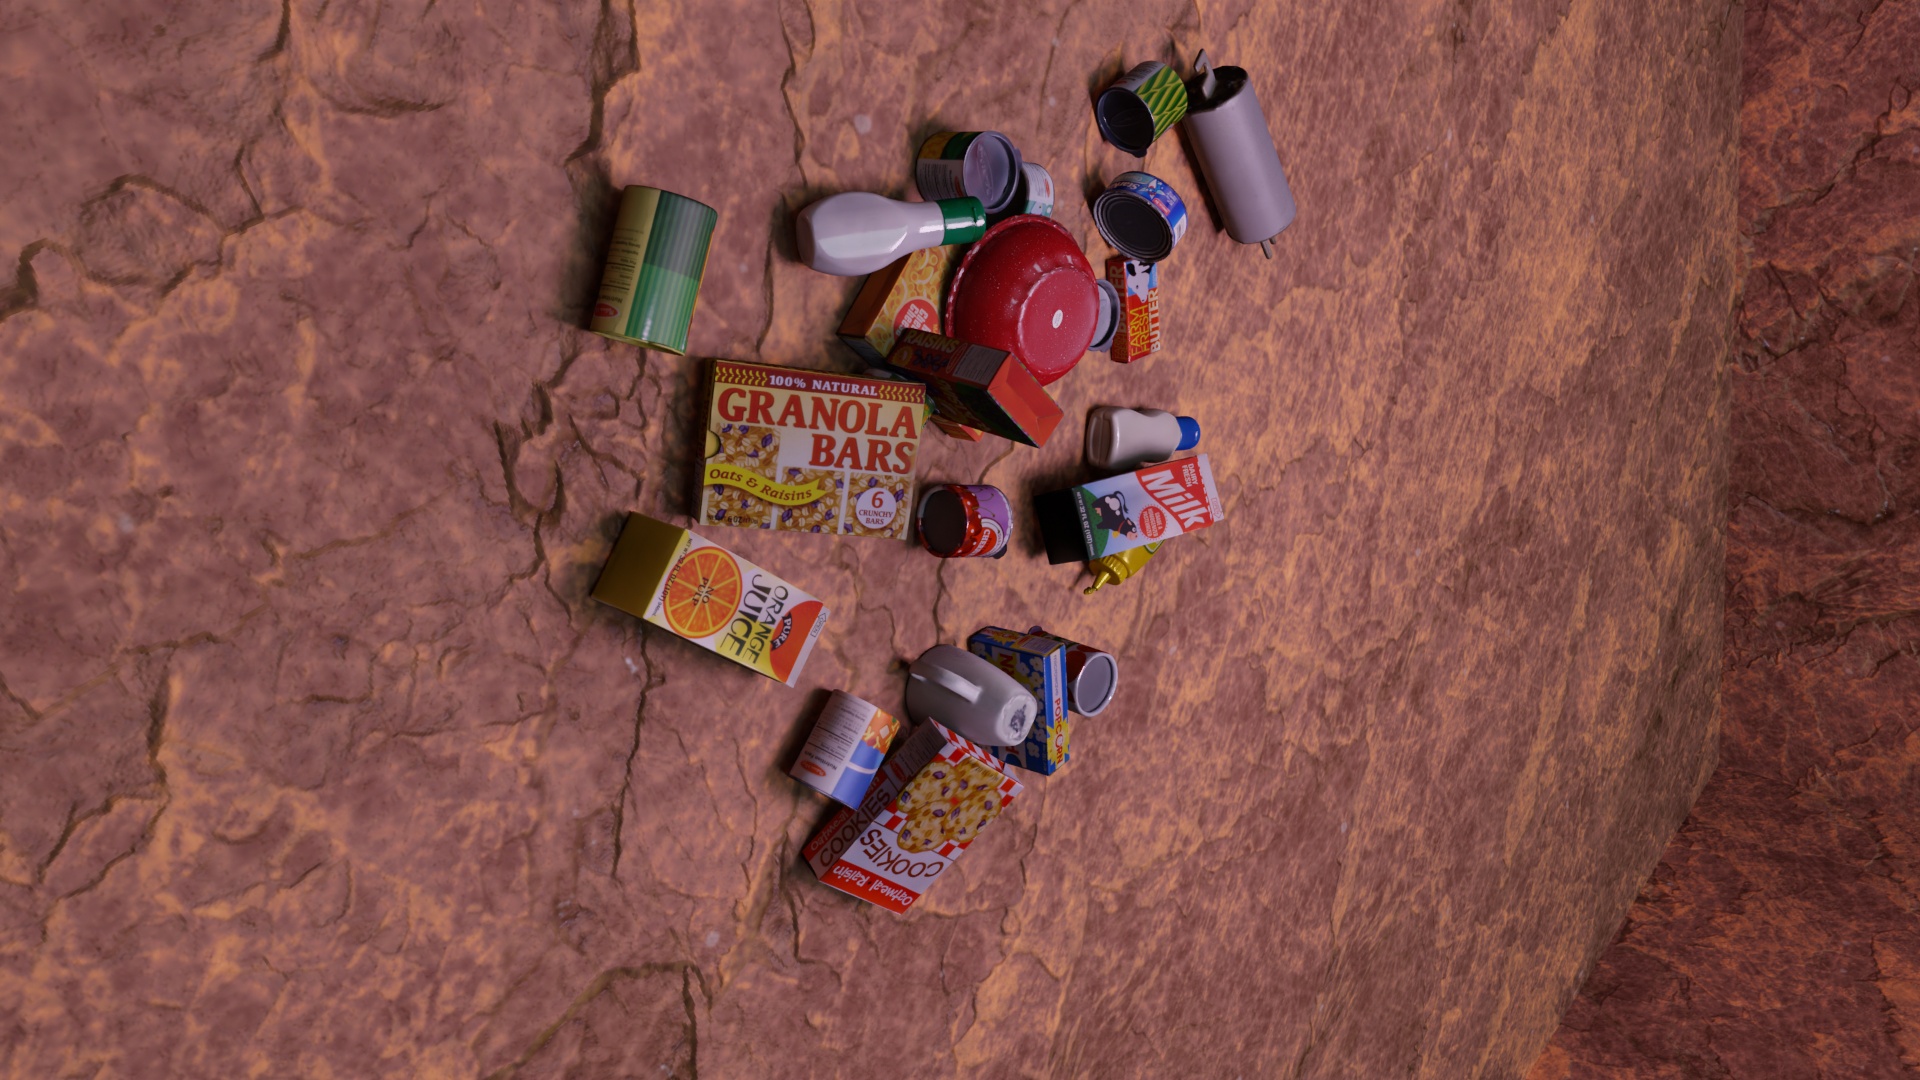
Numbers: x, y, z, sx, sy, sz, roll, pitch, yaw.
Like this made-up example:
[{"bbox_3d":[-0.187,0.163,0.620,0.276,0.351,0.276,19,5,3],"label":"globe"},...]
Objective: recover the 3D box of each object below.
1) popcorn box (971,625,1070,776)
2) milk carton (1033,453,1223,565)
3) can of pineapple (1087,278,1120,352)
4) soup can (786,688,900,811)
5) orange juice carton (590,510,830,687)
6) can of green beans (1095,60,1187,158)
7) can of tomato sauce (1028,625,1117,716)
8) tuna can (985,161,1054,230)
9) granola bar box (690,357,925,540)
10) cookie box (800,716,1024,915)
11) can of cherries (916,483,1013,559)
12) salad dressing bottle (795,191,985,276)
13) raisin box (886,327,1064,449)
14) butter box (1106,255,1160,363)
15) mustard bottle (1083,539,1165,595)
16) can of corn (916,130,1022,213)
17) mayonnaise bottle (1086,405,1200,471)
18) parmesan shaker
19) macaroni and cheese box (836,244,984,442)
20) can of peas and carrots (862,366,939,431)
[{"bbox_3d":[0.057,0.151,1.317,0.038,0.085,0.126,-27,120,-48],"label":"popcorn box"},{"bbox_3d":[0.175,-0.033,1.355,0.191,0.073,0.072,-15,92,-28],"label":"milk carton"},{"bbox_3d":[0.105,-0.209,1.288,0.071,0.058,0.070,-16,112,-42],"label":"can of pineapple"},{"bbox_3d":[-0.098,0.179,1.181,0.071,0.071,0.084,41,71,-44],"label":"soup can"},{"bbox_3d":[-0.176,0.052,1.058,0.192,0.073,0.072,33,77,-46],"label":"orange juice carton"},{"bbox_3d":[0.169,-0.404,1.293,0.058,0.071,0.071,-44,129,-29],"label":"can of green beans"},{"bbox_3d":[0.103,0.128,1.362,0.071,0.083,0.071,-16,113,-43],"label":"can of tomato sauce"},{"bbox_3d":[0.045,-0.293,1.198,0.033,0.071,0.071,-1,102,-45],"label":"tuna can"},{"bbox_3d":[-0.116,-0.069,1.062,0.166,0.039,0.124,4,99,-20],"label":"granola bar box"},{"bbox_3d":[-0.042,0.247,1.234,0.167,0.040,0.122,-47,135,5],"label":"cookie box"},{"bbox_3d":[0.004,-0.015,1.228,0.058,0.071,0.071,0,101,-46],"label":"can of cherries"},{"bbox_3d":[-0.053,-0.244,1.090,0.148,0.044,0.064,-12,93,-23],"label":"salad dressing bottle"},{"bbox_3d":[0.011,-0.123,1.107,0.086,0.123,0.040,42,76,-43],"label":"raisin box"},{"bbox_3d":[0.172,-0.231,1.376,0.053,0.024,0.103,-25,118,-40],"label":"butter box"},{"bbox_3d":[0.174,-0.002,1.425,0.161,0.049,0.065,-53,128,-22],"label":"mustard bottle"},{"bbox_3d":[0.007,-0.308,1.158,0.071,0.058,0.071,-15,112,-43],"label":"can of corn"},{"bbox_3d":[0.189,-0.106,1.418,0.148,0.041,0.064,-8,107,-46],"label":"mayonnaise bottle"},{"bbox_3d":[-0.209,-0.185,0.957,0.071,0.071,0.103,13,92,-47],"label":"parmesan shaker"},{"bbox_3d":[-0.015,-0.179,1.184,0.166,0.040,0.124,40,73,-44],"label":"macaroni and cheese box"},{"bbox_3d":[-0.061,-0.099,1.139,0.071,0.071,0.059,41,72,-44],"label":"can of peas and carrots"}]
